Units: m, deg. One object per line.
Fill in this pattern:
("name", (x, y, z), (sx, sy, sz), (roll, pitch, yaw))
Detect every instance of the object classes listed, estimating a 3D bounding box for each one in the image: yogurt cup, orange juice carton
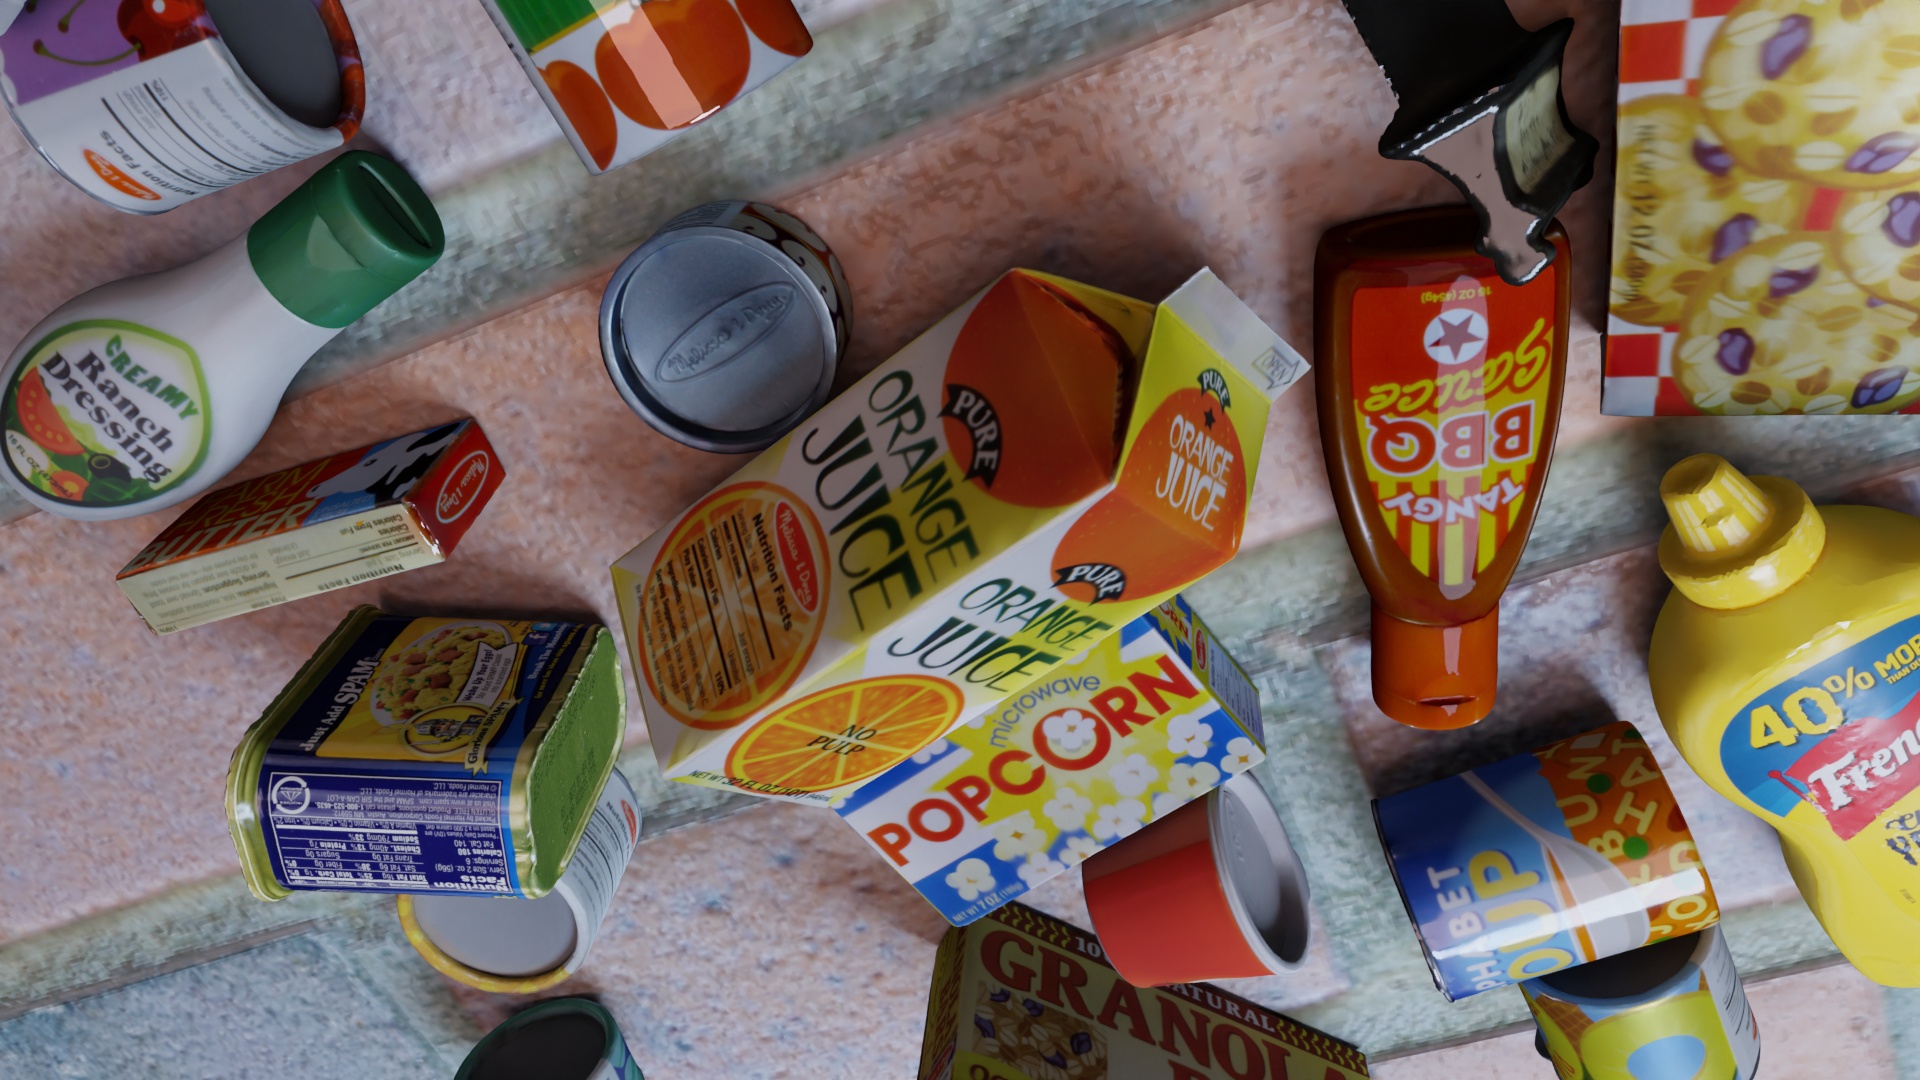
("yogurt cup", (0.076, 0.113, 0.456), (0.054, 0.073, 0.072), (-23, 114, 26))
("orange juice carton", (0.001, -0.005, 0.379), (0.192, 0.073, 0.072), (-34, 148, 21))

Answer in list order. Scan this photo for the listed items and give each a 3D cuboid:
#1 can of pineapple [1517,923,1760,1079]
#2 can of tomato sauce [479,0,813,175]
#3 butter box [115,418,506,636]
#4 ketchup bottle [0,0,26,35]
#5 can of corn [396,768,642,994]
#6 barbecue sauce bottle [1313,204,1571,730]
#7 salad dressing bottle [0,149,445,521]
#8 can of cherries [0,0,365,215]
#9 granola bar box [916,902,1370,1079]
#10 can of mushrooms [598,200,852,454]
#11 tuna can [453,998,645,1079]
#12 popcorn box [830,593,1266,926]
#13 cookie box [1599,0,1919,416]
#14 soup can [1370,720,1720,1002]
("can of pineapple", (0.219, 0.148, 0.459), (0.071, 0.071, 0.057), (-23, 113, 16))
("can of tomato sauce", (-0.082, -0.141, 0.332), (0.071, 0.071, 0.083), (-23, 114, 17))
("butter box", (-0.197, -0.004, 0.423), (0.103, 0.053, 0.024), (-14, 119, 13))
("ketchup bottle", (-0.189, -0.182, 0.302), (0.064, 0.043, 0.148), (34, 92, -9))
("can of corn", (-0.153, 0.112, 0.478), (0.071, 0.058, 0.070), (2, 118, 4))
("barbecue sauce bottle", (0.134, -0.017, 0.392), (0.065, 0.044, 0.147), (-6, 118, 7))
("salad dressing bottle", (-0.215, -0.058, 0.401), (0.147, 0.044, 0.064), (-29, 111, 19))
("can of cherries", (-0.197, -0.126, 0.353), (0.058, 0.072, 0.071), (-16, 116, 13))
("granola bar box", (0.066, 0.203, 0.469), (0.165, 0.125, 0.039), (25, 118, -8))
("can of mushrooms", (-0.064, -0.059, 0.393), (0.071, 0.033, 0.070), (2, 118, 4))
("tuna can", (-0.157, 0.208, 0.528), (0.071, 0.071, 0.032), (-11, 116, 11))
("popcorn box", (0.021, 0.061, 0.446), (0.126, 0.038, 0.085), (-34, 110, 21))
("cookie box", (0.236, -0.087, 0.309), (0.167, 0.040, 0.122), (1, 133, 23))
("soup can", (0.181, 0.102, 0.435), (0.083, 0.072, 0.071), (-23, 114, 16))
